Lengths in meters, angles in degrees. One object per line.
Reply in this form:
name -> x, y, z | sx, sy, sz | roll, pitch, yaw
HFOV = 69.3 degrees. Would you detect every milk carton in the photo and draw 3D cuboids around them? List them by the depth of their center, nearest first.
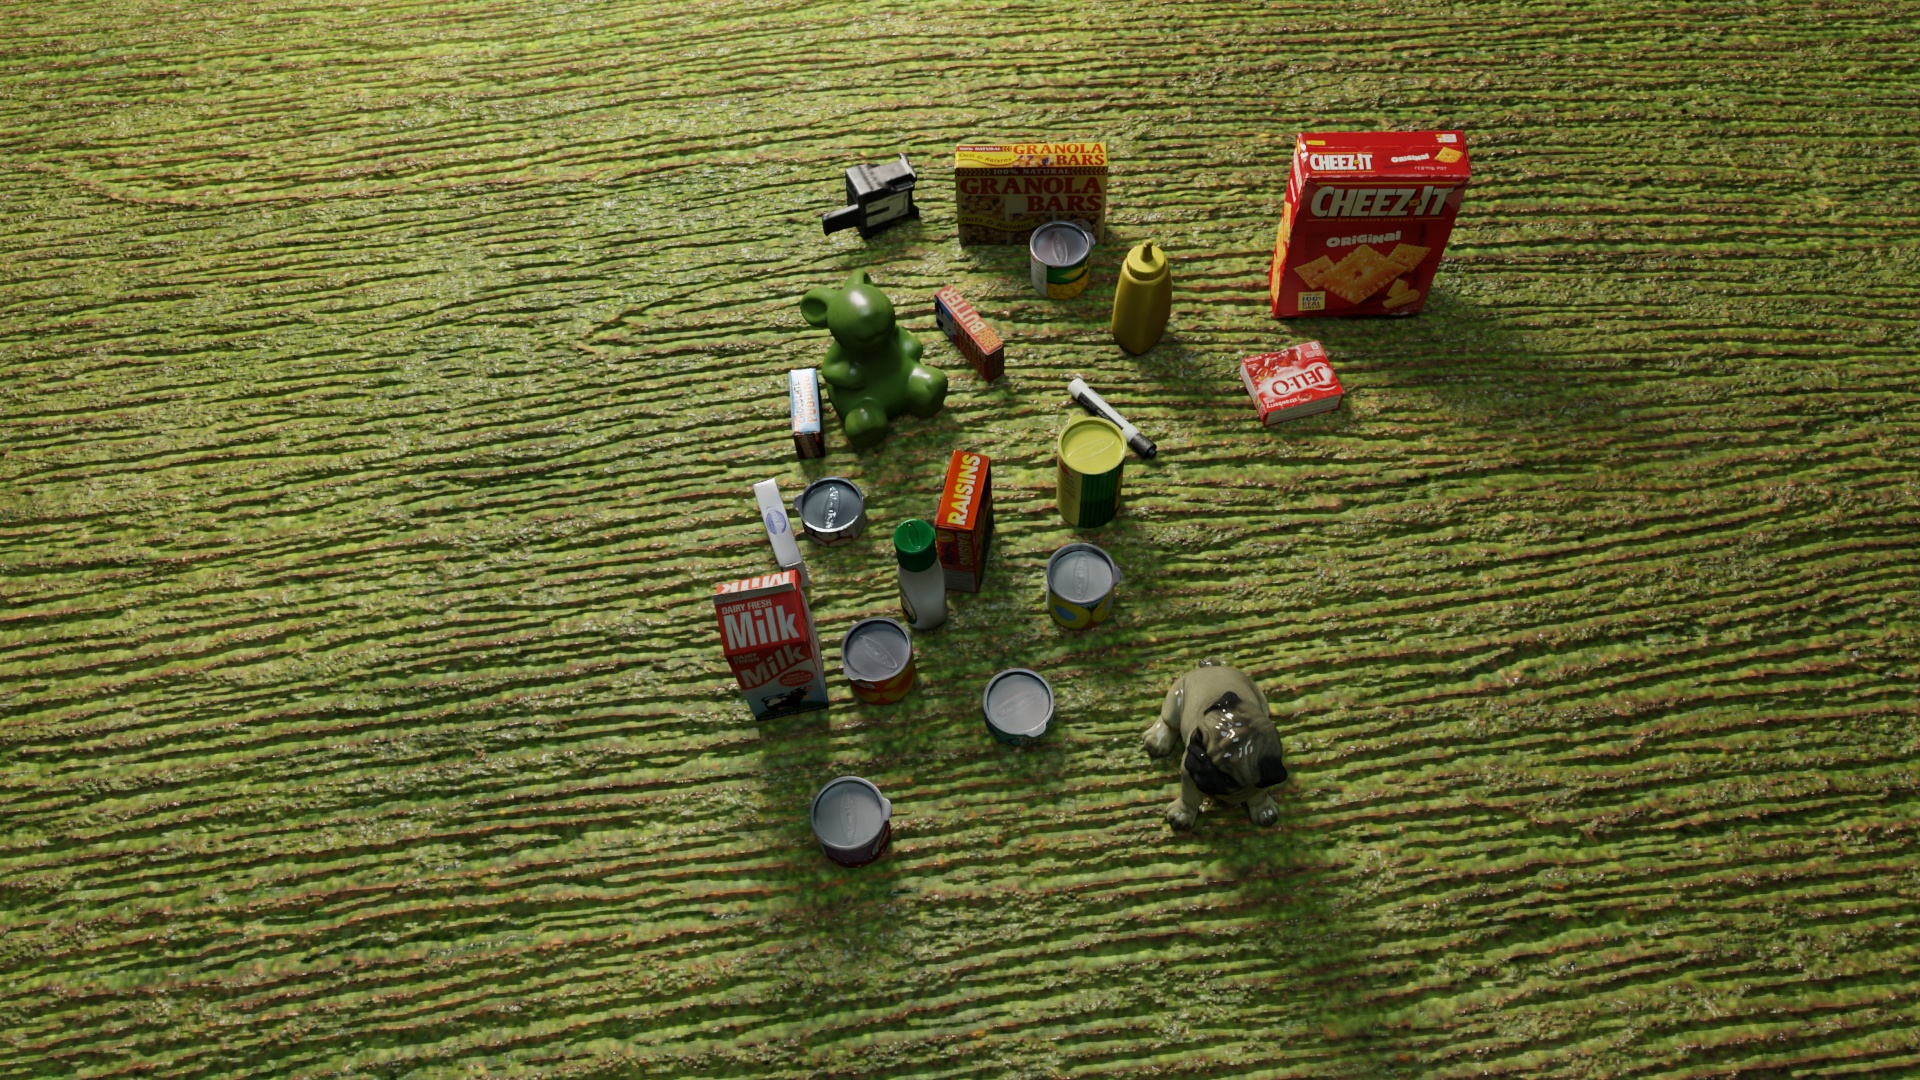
milk carton -> -0.169, 0.088, 1.242 | 0.072, 0.189, 0.074 | -10, 60, -3

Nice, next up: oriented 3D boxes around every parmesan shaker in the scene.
parmesan shaker -> 0.127, -0.068, 1.369 | 0.071, 0.102, 0.071 | -1, 60, 2

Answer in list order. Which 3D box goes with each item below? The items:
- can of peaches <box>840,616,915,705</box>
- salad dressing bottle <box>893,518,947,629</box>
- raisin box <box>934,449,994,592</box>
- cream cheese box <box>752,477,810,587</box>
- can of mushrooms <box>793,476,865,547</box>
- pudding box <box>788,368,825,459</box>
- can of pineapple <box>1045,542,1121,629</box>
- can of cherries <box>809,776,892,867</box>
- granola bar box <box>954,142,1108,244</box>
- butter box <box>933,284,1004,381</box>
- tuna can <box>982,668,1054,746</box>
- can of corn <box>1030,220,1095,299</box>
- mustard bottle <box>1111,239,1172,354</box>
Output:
can of peaches -> -0.078, 0.115, 1.299 | 0.071, 0.057, 0.071 | -1, 60, 2
salad dressing bottle -> -0.038, 0.031, 1.294 | 0.044, 0.147, 0.064 | -17, 61, -7
raisin box -> 0.005, -0.017, 1.334 | 0.040, 0.122, 0.086 | 9, 61, 8
cream cheese box -> -0.177, -0.006, 1.376 | 0.024, 0.053, 0.104 | -18, 61, -8
can of mushrooms -> -0.131, -0.029, 1.399 | 0.071, 0.033, 0.071 | -1, 60, 2
pudding box -> -0.161, -0.133, 1.452 | 0.030, 0.049, 0.084 | -7, 60, -1
can of pineapple -> 0.116, 0.045, 1.330 | 0.071, 0.057, 0.071 | -1, 60, 2
can of cherries -> -0.093, 0.249, 1.221 | 0.071, 0.058, 0.072 | -1, 60, 2
granola bar box -> 0.079, -0.385, 1.545 | 0.166, 0.123, 0.039 | 0, 60, 3
butter box -> 0.010, -0.223, 1.495 | 0.024, 0.053, 0.104 | -31, 63, -14
tuna can -> 0.055, 0.156, 1.282 | 0.071, 0.032, 0.071 | -1, 60, 2
can of corn -> 0.113, -0.310, 1.537 | 0.071, 0.058, 0.071 | -1, 60, 2
mustard bottle -> 0.191, -0.262, 1.447 | 0.049, 0.159, 0.065 | 33, 67, 20
